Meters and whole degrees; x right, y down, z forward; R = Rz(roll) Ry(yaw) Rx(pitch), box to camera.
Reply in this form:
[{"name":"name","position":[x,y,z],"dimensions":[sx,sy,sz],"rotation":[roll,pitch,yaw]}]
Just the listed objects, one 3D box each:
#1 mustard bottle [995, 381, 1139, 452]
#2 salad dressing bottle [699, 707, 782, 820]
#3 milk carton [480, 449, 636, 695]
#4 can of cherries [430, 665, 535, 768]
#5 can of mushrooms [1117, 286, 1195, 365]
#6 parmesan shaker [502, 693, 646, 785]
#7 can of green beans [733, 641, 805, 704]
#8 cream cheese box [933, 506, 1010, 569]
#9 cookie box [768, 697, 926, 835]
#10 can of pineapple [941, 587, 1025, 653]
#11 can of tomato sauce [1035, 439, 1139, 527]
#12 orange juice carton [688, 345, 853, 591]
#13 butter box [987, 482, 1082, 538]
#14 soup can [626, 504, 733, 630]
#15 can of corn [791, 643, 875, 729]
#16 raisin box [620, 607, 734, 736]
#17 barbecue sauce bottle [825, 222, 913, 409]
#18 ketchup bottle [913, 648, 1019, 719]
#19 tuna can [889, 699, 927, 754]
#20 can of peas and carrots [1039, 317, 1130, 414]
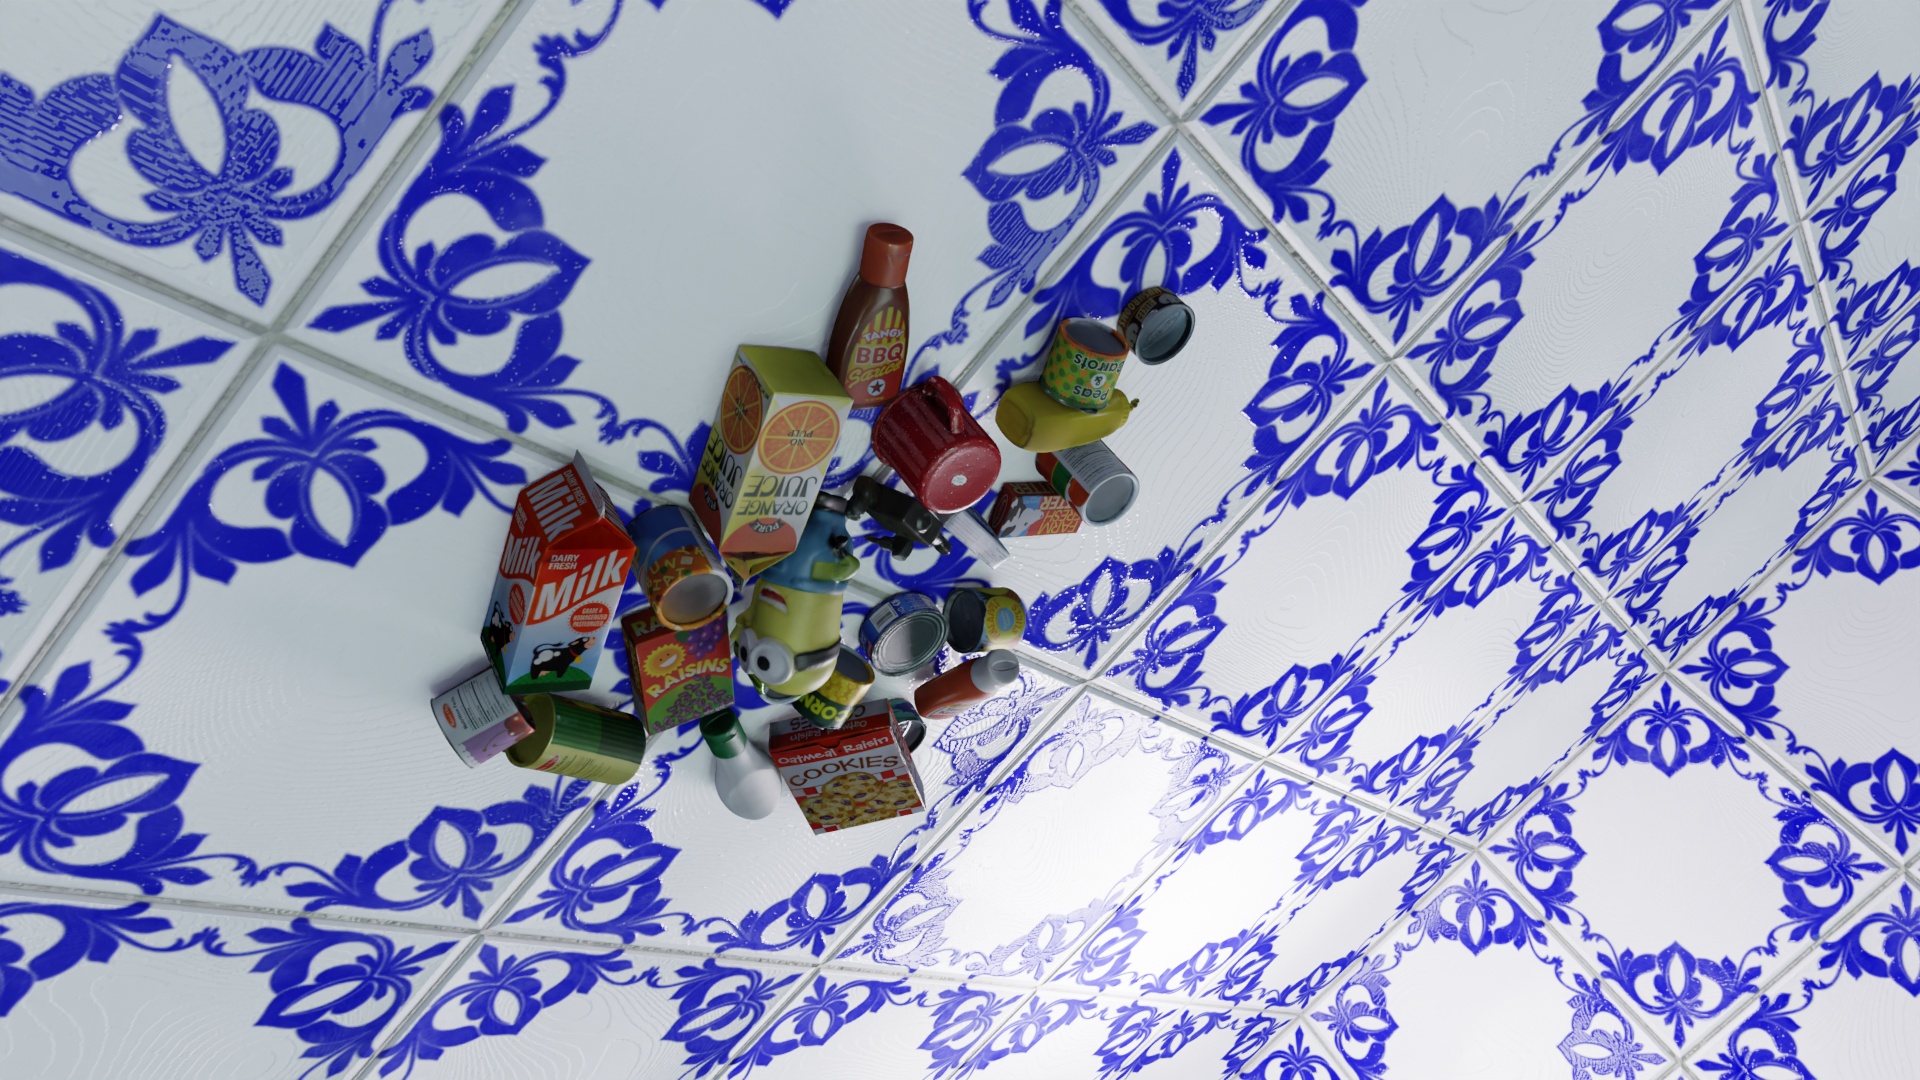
[{"name":"mustard bottle","position":[0.108,-0.116,1.272],"dimensions":[0.161,0.065,0.048],"rotation":[-9,135,-38]},{"name":"salad dressing bottle","position":[-0.217,0.218,1.359],"dimensions":[0.064,0.044,0.147],"rotation":[-33,140,-17]},{"name":"milk carton","position":[-0.308,0.026,1.074],"dimensions":[0.073,0.072,0.189],"rotation":[0,128,-38]},{"name":"can of cherries","position":[-0.388,0.143,1.133],"dimensions":[0.058,0.072,0.071],"rotation":[-31,141,-11]},{"name":"can of mushrooms","position":[0.178,-0.197,1.270],"dimensions":[0.071,0.033,0.070],"rotation":[-21,139,-20]},{"name":"parmesan shaker","position":[-0.335,0.173,1.205],"dimensions":[0.071,0.071,0.103],"rotation":[-49,141,12]},{"name":"can of green beans","position":[-0.167,0.108,1.278],"dimensions":[0.071,0.058,0.071],"rotation":[-22,138,-21]},{"name":"cream cheese box","position":[0.005,-0.016,1.295],"dimensions":[0.024,0.053,0.103],"rotation":[-41,141,6]},{"name":"cookie box","position":[-0.113,0.234,1.418],"dimensions":[0.123,0.040,0.166],"rotation":[-13,138,3]},{"name":"can of pineapple","position":[0.025,0.079,1.392],"dimensions":[0.058,0.071,0.070],"rotation":[1,127,-40]},{"name":"can of tomato sauce","position":[0.121,-0.061,1.318],"dimensions":[0.071,0.083,0.070],"rotation":[-21,138,-20]},{"name":"orange juice carton","position":[-0.160,-0.055,1.112],"dimensions":[0.073,0.072,0.191],"rotation":[0,127,-37]},{"name":"butter box","position":[0.079,-0.031,1.363],"dimensions":[0.104,0.024,0.052],"rotation":[-4,131,-35]},{"name":"soup can","position":[-0.232,0.024,1.123],"dimensions":[0.071,0.084,0.071],"rotation":[-21,139,-20]},{"name":"can of corn","position":[-0.124,0.139,1.331],"dimensions":[0.071,0.071,0.058],"rotation":[15,117,-45]},{"name":"raisin box","position":[-0.248,0.107,1.229],"dimensions":[0.086,0.040,0.122],"rotation":[-19,139,-23]},{"name":"barbecue sauce bottle","position":[-0.068,-0.175,1.090],"dimensions":[0.065,0.044,0.147],"rotation":[-11,134,-31]},{"name":"ketchup bottle","position":[0.009,0.145,1.409],"dimensions":[0.065,0.043,0.148],"rotation":[-5,163,-30]},{"name":"tuna can","position":[-0.073,0.201,1.463],"dimensions":[0.071,0.033,0.070],"rotation":[-22,139,-20]},{"name":"can of peas and carrots","position":[0.111,-0.155,1.228],"dimensions":[0.071,0.071,0.058],"rotation":[-6,131,-34]}]
